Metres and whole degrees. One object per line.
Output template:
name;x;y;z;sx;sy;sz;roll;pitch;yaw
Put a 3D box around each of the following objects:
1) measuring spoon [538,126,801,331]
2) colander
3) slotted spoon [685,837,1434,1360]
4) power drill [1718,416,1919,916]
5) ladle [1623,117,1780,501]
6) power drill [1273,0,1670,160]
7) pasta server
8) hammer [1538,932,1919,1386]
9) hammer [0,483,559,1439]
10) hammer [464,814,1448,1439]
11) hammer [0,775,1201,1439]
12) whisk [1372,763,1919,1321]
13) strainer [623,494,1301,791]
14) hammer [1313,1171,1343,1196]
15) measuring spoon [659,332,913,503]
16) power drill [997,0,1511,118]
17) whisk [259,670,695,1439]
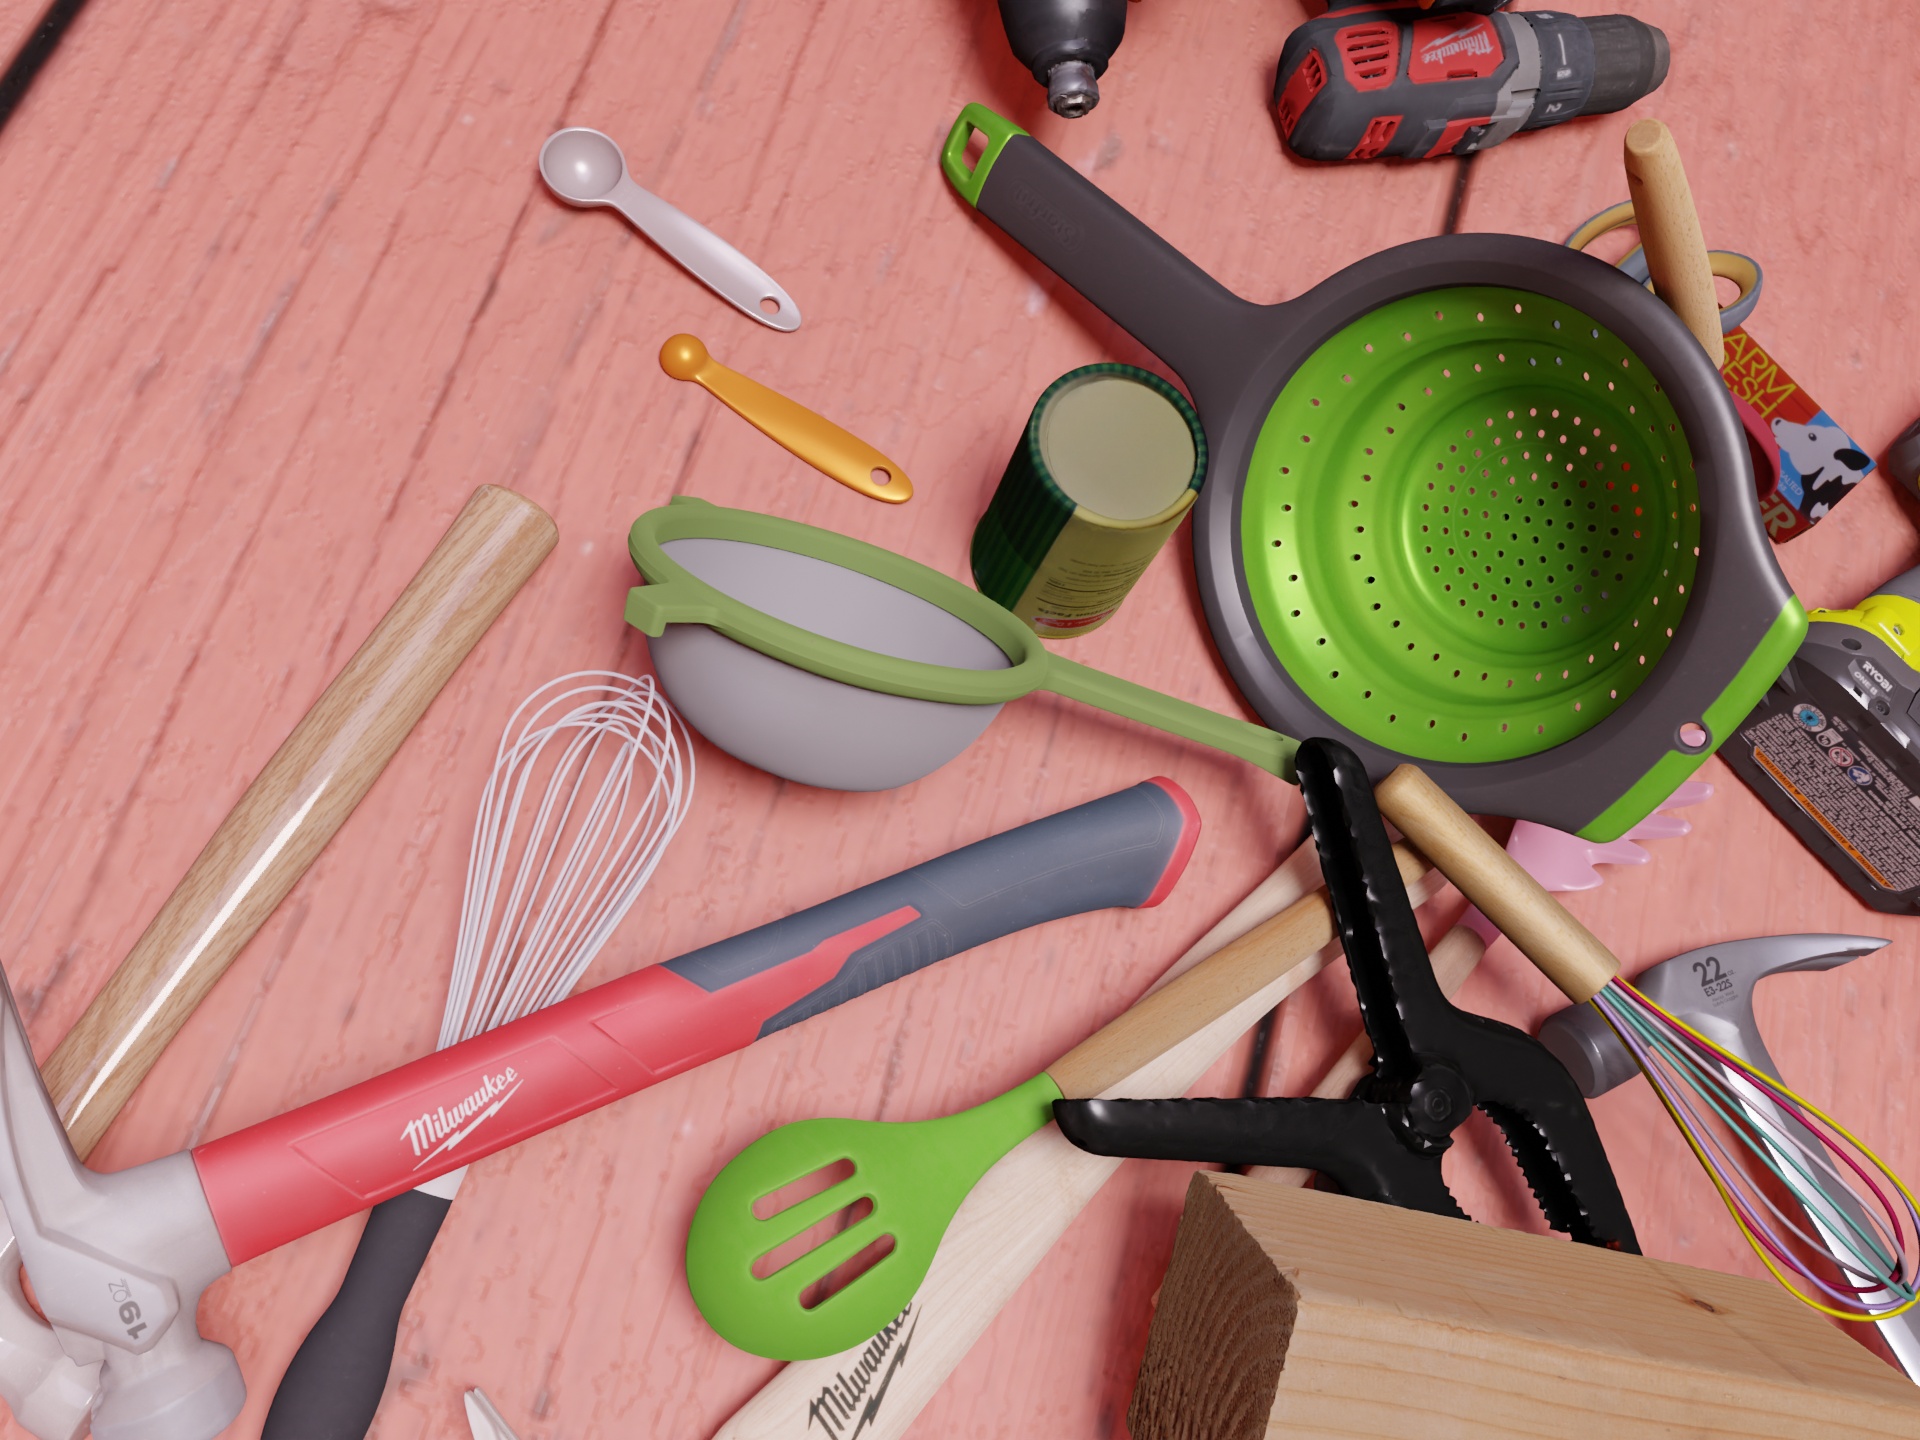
measuring spoon;-0.118;-0.195;0.650;0.124;0.018;0.034;36;69;-5
colander;0.145;-0.127;0.629;0.397;0.204;0.094;46;33;23
slotted spoon;0.051;0.109;0.535;0.314;0.031;0.070;-28;77;-20
power drill;0.444;-0.024;0.669;0.228;0.080;0.190;-39;82;-23
ladle;0.262;-0.138;0.570;0.069;0.315;0.031;44;104;27
power drill;0.217;-0.368;0.740;0.188;0.080;0.227;-11;77;-14
pasta server;0.176;0.098;0.583;0.316;0.040;0.060;-42;94;-25
hammer;0.368;0.262;0.556;0.144;0.035;0.406;-20;70;-17
hammer;-0.242;0.052;0.530;0.130;0.031;0.331;30;68;-1
hammer;0.030;0.143;0.551;0.411;0.038;0.146;-42;82;-21
hammer;-0.085;0.076;0.505;0.386;0.038;0.143;-19;99;-27
whisk;0.233;0.109;0.548;0.245;0.047;0.051;46;29;9
strainer;-0.001;-0.002;0.567;0.256;0.152;0.069;18;107;-11
hammer;0.243;0.288;0.546;0.331;0.033;0.128;32;68;0
measuring spoon;-0.068;-0.121;0.632;0.117;0.011;0.021;32;69;0
power drill;0.120;-0.333;0.646;0.226;0.084;0.164;-5;83;4
whisk;-0.159;0.113;0.517;0.070;0.070;0.285;22;74;-4
